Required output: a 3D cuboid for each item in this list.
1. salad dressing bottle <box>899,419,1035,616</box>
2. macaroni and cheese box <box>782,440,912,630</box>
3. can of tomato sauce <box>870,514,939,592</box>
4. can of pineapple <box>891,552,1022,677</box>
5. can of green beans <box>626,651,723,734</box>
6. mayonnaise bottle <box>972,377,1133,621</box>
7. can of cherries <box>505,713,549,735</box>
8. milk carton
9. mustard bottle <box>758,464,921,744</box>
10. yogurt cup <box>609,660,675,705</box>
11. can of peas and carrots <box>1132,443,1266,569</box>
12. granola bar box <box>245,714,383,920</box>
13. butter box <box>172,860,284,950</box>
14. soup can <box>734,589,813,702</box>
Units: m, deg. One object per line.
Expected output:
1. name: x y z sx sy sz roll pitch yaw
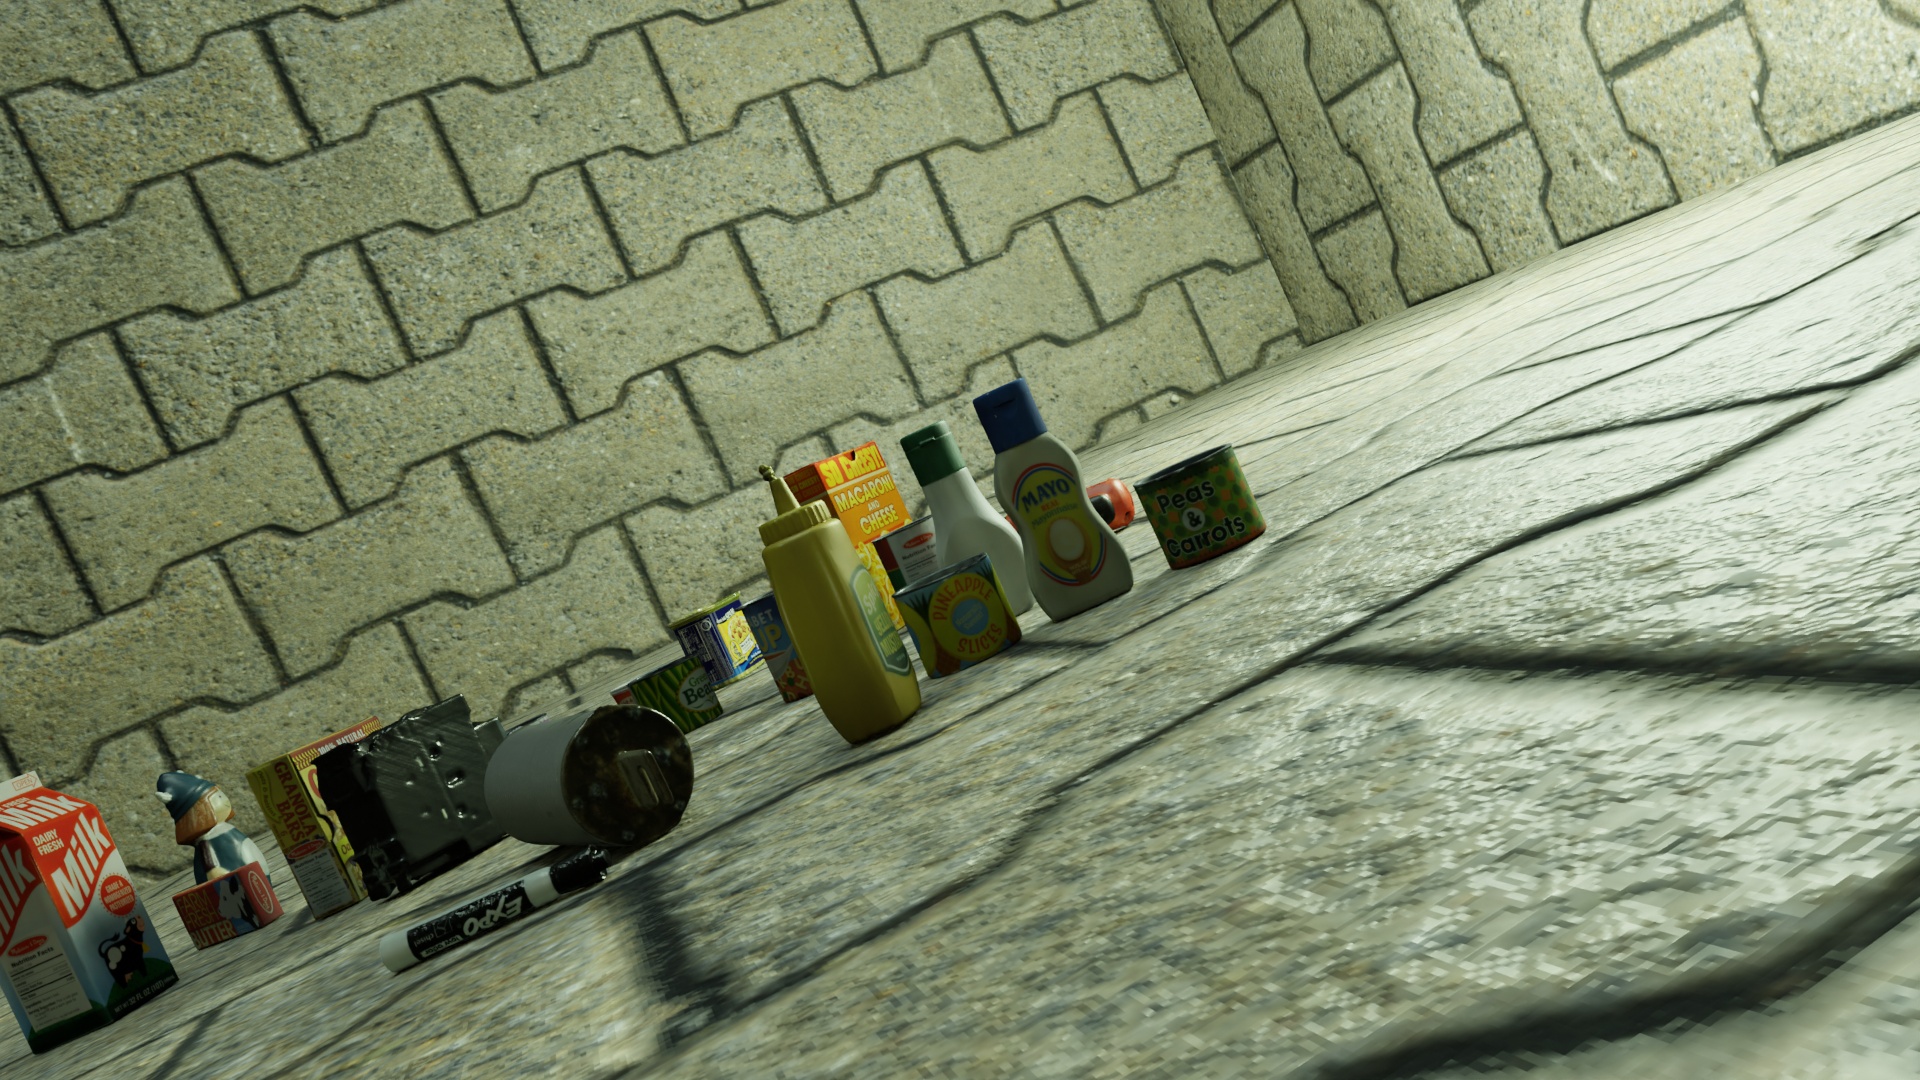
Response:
1. salad dressing bottle: 0.004 -0.012 0.989 0.064 0.147 0.044 -24 3 2
2. macaroni and cheese box: -0.084 -0.001 1.272 0.040 0.166 0.124 -23 3 26
3. can of tomato sauce: -0.030 0.025 1.201 0.071 0.083 0.071 -24 3 1
4. can of pineapple: -0.001 0.047 0.869 0.071 0.058 0.071 -24 3 1
5. can of green beans: -0.247 0.137 1.203 0.071 0.058 0.071 -24 3 1
6. mayonnaise bottle: 0.053 -0.027 0.869 0.065 0.148 0.041 -24 3 2
7. can of cherries: -0.411 0.203 1.314 0.071 0.058 0.071 -24 3 1
8. milk carton: -0.664 0.265 1.017 0.073 0.190 0.072 -24 3 9
9. mustard bottle: -0.073 0.030 0.763 0.049 0.160 0.065 -24 3 13
10. yogurt cup: -0.286 0.150 1.300 0.072 0.054 0.072 -24 3 1
11. can of peas and carrots: 0.148 -0.021 0.860 0.071 0.058 0.071 -24 3 1
12. granola bar box: -0.488 0.215 1.108 0.039 0.124 0.165 -24 3 0
13. butter box: -0.625 0.312 1.183 0.103 0.053 0.024 -23 3 29
14. soup can: -0.127 0.076 1.081 0.071 0.083 0.071 -24 3 1
